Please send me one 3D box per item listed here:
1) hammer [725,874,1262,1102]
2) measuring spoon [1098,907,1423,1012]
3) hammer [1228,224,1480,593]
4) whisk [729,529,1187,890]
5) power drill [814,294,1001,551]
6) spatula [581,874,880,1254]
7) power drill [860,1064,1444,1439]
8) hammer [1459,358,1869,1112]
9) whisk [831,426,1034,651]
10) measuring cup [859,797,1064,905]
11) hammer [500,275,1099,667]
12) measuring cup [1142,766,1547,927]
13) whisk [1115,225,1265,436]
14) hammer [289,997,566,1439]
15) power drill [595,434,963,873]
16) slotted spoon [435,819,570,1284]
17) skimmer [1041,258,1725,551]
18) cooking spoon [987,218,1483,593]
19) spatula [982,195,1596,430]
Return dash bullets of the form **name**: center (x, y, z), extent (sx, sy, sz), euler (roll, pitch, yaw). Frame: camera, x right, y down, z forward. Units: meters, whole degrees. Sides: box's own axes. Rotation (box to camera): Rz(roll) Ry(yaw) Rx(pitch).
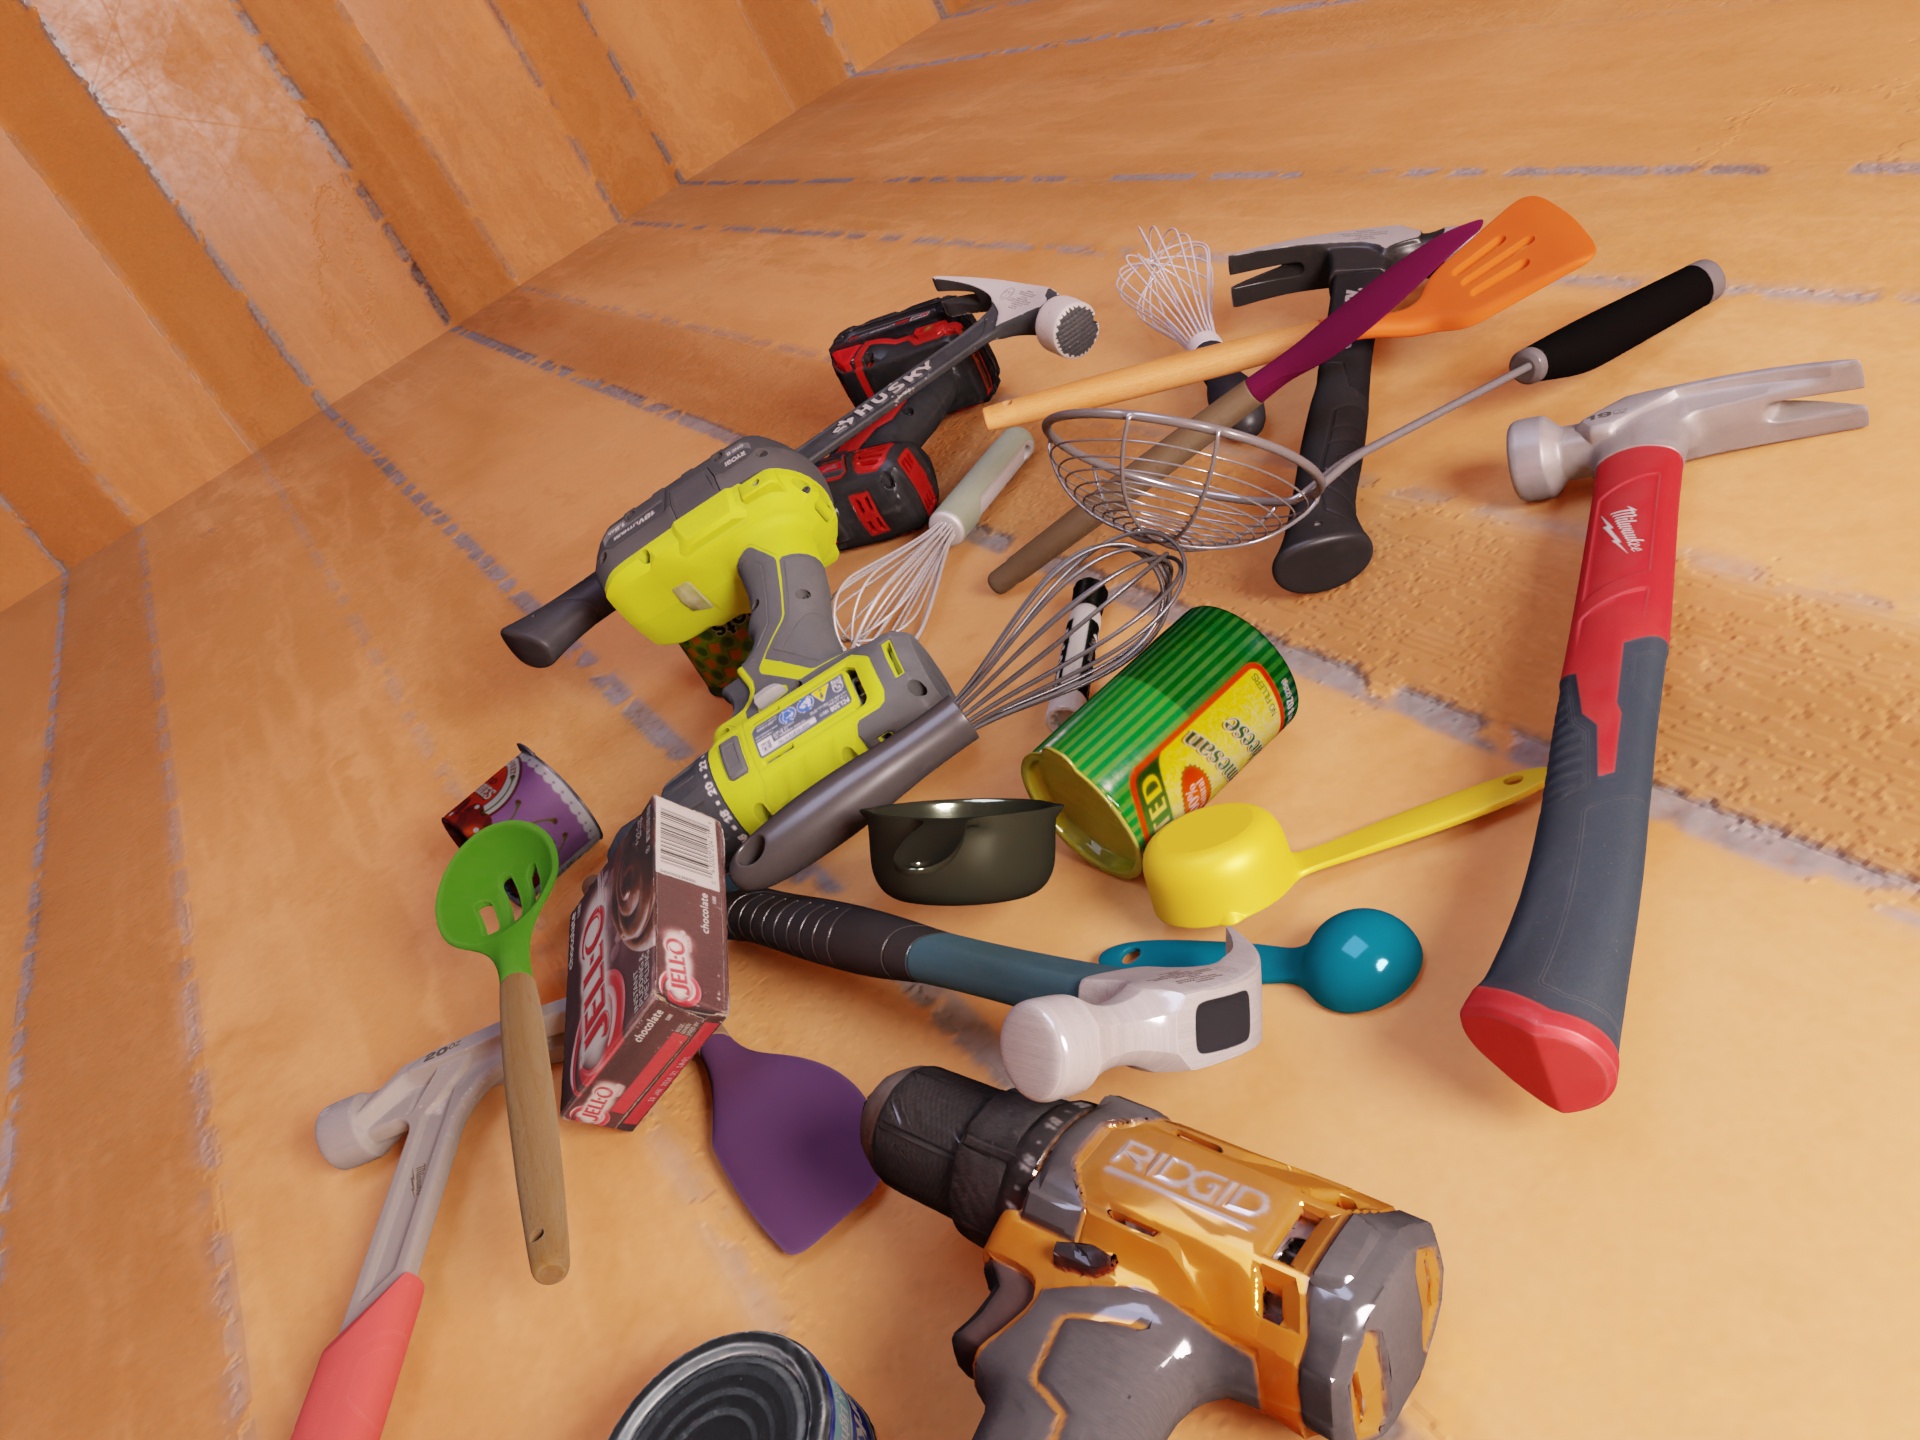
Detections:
- **hammer**: center (-0.019, 0.090, 0.614), extent (0.128, 0.033, 0.331), euler (-3, 3, -36)
- **measuring spoon**: center (0.102, 0.082, 0.575), extent (0.129, 0.021, 0.042), euler (-5, 37, 37)
- **hammer**: center (0.201, -0.179, 0.861), extent (0.146, 0.035, 0.335), euler (1, 42, 19)
- **whisk**: center (-0.002, -0.003, 0.681), extent (0.239, 0.055, 0.055), euler (-36, 29, -2)
- **power drill**: center (-0.080, -0.193, 1.116), extent (0.188, 0.080, 0.227), euler (-10, 38, 31)
- **spatula**: center (-0.114, 0.130, 0.698), extent (0.060, 0.018, 0.316), euler (-39, 32, -13)
- **power drill**: center (-0.005, 0.184, 0.418), extent (0.185, 0.084, 0.226), euler (13, 39, 39)
- **hammer**: center (0.251, -0.020, 0.572), extent (0.143, 0.038, 0.386), euler (-7, 34, 32)
- **whisk**: center (-0.011, -0.112, 0.963), extent (0.059, 0.057, 0.246), euler (23, 47, 14)
- **measuring cup**: center (-0.004, 0.056, 0.594), extent (0.083, 0.038, 0.167), euler (-2, 5, 7)
- **hammer**: center (-0.110, -0.162, 1.000), extent (0.409, 0.036, 0.149), euler (-37, 39, -12)
- **measuring cup**: center (0.142, 0.036, 0.596), extent (0.156, 0.029, 0.062), euler (-20, 16, 11)
- **whisk**: center (0.150, -0.249, 1.015), extent (0.070, 0.070, 0.285), euler (-24, 35, 10)
- **hammer**: center (-0.219, 0.250, 0.588), extent (0.149, 0.036, 0.359), euler (-24, 29, 11)
- **power drill**: center (-0.117, -0.027, 0.835), extent (0.190, 0.080, 0.229), euler (-32, 50, 8)
- **slotted spoon**: center (-0.192, 0.131, 0.690), extent (0.070, 0.031, 0.314), euler (-35, 30, -2)
- **skimmer**: center (0.211, -0.171, 0.748), extent (0.363, 0.090, 0.127), euler (-27, 10, -16)
- **cooking spoon**: center (0.132, -0.156, 0.827), extent (0.319, 0.017, 0.069), euler (-35, 10, 30)
- **spatula**: center (0.167, -0.208, 0.846), extent (0.322, 0.041, 0.081), euler (-14, 41, 1)
